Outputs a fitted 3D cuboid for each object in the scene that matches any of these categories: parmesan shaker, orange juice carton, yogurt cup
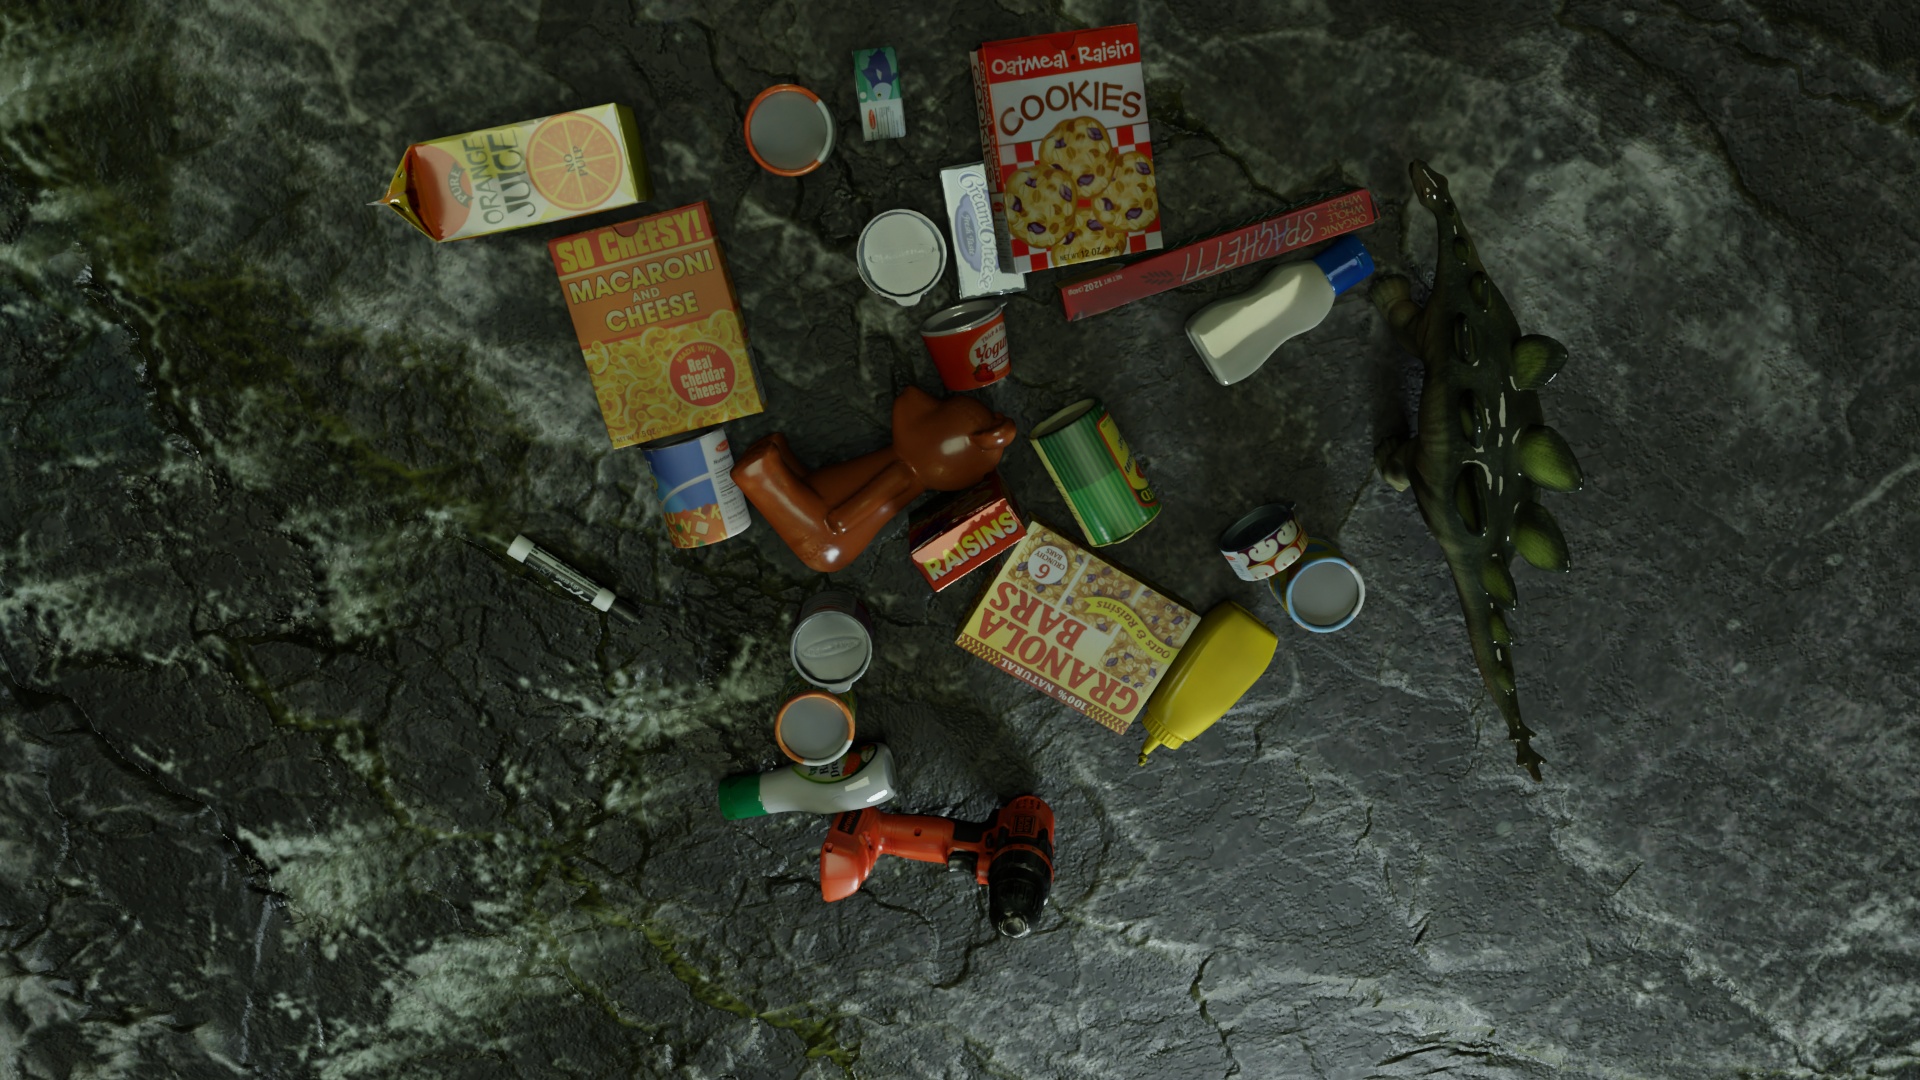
[{"bbox_3d":[0.107,-0.055,1.108,0.071,0.071,0.103,-30,104,5],"label":"parmesan shaker"},{"bbox_3d":[-0.334,-0.268,1.030,0.193,0.072,0.072,-12,105,0],"label":"orange juice carton"},{"bbox_3d":[0.007,-0.151,1.083,0.072,0.072,0.053,-17,113,2],"label":"yogurt cup"}]

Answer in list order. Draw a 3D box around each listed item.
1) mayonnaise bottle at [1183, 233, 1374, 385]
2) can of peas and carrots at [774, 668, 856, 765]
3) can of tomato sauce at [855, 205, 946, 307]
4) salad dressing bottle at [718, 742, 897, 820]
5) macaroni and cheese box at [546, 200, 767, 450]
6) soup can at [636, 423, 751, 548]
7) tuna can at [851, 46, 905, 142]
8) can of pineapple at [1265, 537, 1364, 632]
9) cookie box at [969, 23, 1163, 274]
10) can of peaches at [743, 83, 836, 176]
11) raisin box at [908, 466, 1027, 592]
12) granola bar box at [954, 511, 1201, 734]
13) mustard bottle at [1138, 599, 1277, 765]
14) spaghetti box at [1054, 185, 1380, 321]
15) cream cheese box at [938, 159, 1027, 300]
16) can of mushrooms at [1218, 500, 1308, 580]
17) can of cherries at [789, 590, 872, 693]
[{"bbox_3d":[0.254,-0.186,1.097,0.148,0.041,0.064,-33,106,5],"label":"mayonnaise bottle"},{"bbox_3d":[-0.122,0.144,1.157,0.071,0.059,0.070,-1,105,-3],"label":"can of peas and carrots"},{"bbox_3d":[-0.044,-0.217,1.051,0.071,0.083,0.071,-1,105,-2],"label":"can of tomato sauce"},{"bbox_3d":[-0.130,0.207,1.175,0.147,0.064,0.043,-12,115,8],"label":"salad dressing bottle"},{"bbox_3d":[-0.232,-0.167,1.078,0.124,0.040,0.166,-15,105,0],"label":"macaroni and cheese box"},{"bbox_3d":[-0.211,-0.043,1.100,0.071,0.071,0.083,-14,106,1],"label":"soup can"},{"bbox_3d":[-0.061,-0.333,1.031,0.033,0.071,0.071,-7,105,-2],"label":"tuna can"},{"bbox_3d":[0.292,0.037,1.149,0.071,0.058,0.070,-1,105,-2],"label":"can of pineapple"},{"bbox_3d":[0.081,-0.294,1.045,0.123,0.040,0.167,-13,105,-14],"label":"cookie box"},{"bbox_3d":[-0.129,-0.305,1.037,0.071,0.058,0.071,-1,105,-3],"label":"can of peaches"},{"bbox_3d":[0.004,-0.014,1.087,0.086,0.124,0.040,-32,105,6],"label":"raisin box"},{"bbox_3d":[0.096,0.069,1.158,0.165,0.039,0.124,30,101,-10],"label":"granola bar box"},{"bbox_3d":[0.197,0.126,1.173,0.065,0.049,0.160,36,101,-11],"label":"mustard bottle"},{"bbox_3d":[0.196,-0.224,1.079,0.250,0.050,0.028,-18,107,2],"label":"spaghetti box"},{"bbox_3d":[0.017,-0.242,1.078,0.053,0.024,0.103,-10,105,-1],"label":"cream cheese box"},{"bbox_3d":[0.249,0.000,1.132,0.071,0.071,0.033,-33,105,6],"label":"can of mushrooms"},{"bbox_3d":[-0.106,0.083,1.142,0.071,0.058,0.071,-1,105,-4],"label":"can of cherries"}]
